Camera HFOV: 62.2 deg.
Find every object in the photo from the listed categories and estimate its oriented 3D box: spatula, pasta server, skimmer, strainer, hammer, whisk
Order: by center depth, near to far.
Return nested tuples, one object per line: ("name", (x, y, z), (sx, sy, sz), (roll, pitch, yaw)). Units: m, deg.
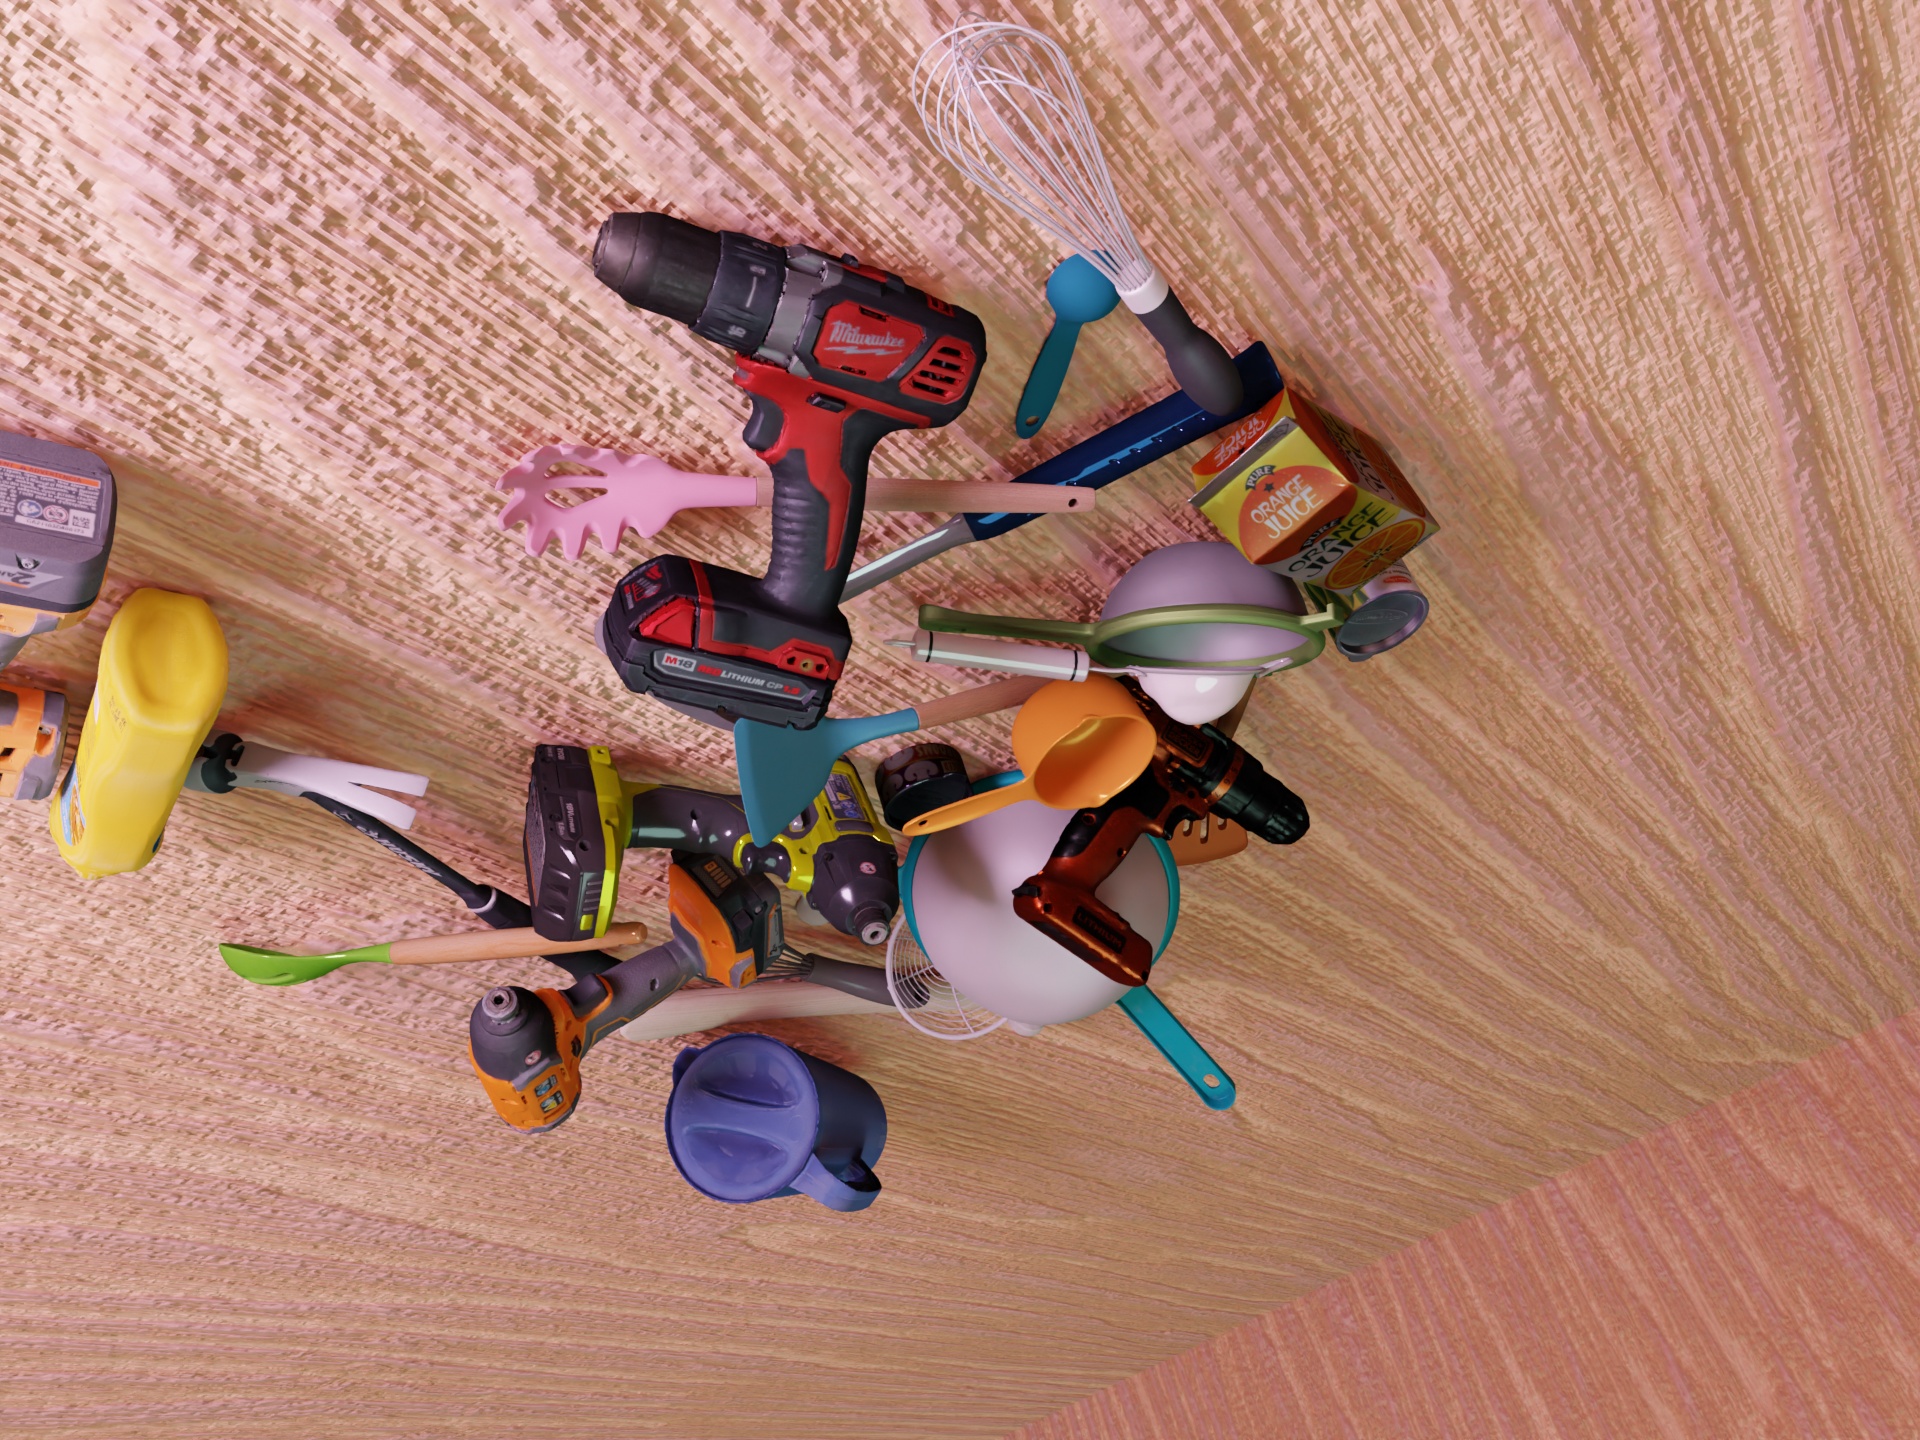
("whisk", (0.073, -0.228, 0.763), (0.070, 0.070, 0.284), (-32, 141, 18))
("pasta server", (-0.080, -0.117, 0.840), (0.316, 0.040, 0.060), (0, 120, -11))
("hammer", (-0.003, -0.106, 0.924), (0.405, 0.035, 0.144), (-26, 151, 8))
("strainer", (0.079, -0.030, 0.974), (0.258, 0.050, 0.087), (7, -178, -11))
("strainer", (0.102, -0.078, 1.003), (0.256, 0.069, 0.151), (4, 168, -6))
("spatula", (-0.002, -0.003, 1.023), (0.317, 0.044, 0.082), (-16, 109, -25))
("hammer", (-0.318, 0.110, 1.039), (0.149, 0.036, 0.408), (7, 157, 21))
("spatula", (0.204, 0.000, 1.169), (0.081, 0.041, 0.322), (-9, 143, -13))
("strainer", (0.098, 0.194, 1.183), (0.211, 0.095, 0.340), (-37, 105, 19))
("skimmer", (0.074, 0.110, 1.215), (0.127, 0.090, 0.363), (32, 124, -14))
("whisk", (-0.120, 0.198, 1.259), (0.238, 0.055, 0.055), (20, 130, -34))
("hammer", (-0.083, 0.229, 1.351), (0.410, 0.038, 0.146), (1, 139, -26))

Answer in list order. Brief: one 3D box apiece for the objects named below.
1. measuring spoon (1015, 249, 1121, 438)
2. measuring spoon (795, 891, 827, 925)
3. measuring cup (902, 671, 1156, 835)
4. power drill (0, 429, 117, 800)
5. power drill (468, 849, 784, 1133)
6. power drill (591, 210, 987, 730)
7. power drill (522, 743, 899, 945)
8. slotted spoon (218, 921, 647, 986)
("measuring spoon", (0.055, -0.193, 0.850), (0.042, 0.021, 0.128), (-4, 144, -22))
("measuring spoon", (-0.118, 0.125, 1.206), (0.034, 0.018, 0.124), (-19, 145, -1))
("measuring cup", (0.037, 0.025, 1.025), (0.173, 0.052, 0.095), (-20, 141, -5))
("power drill", (-0.507, -0.045, 0.741), (0.185, 0.084, 0.226), (12, 139, -34))
("power drill", (-0.231, 0.174, 1.086), (0.226, 0.084, 0.164), (-36, 156, -24))
("power drill", (-0.108, -0.123, 0.772), (0.187, 0.080, 0.226), (14, 112, -23))
("power drill", (-0.153, 0.081, 1.000), (0.223, 0.171, 0.080), (3, 120, -22))
("slotted spoon", (-0.344, 0.148, 1.026), (0.314, 0.031, 0.070), (-7, 165, 17))
